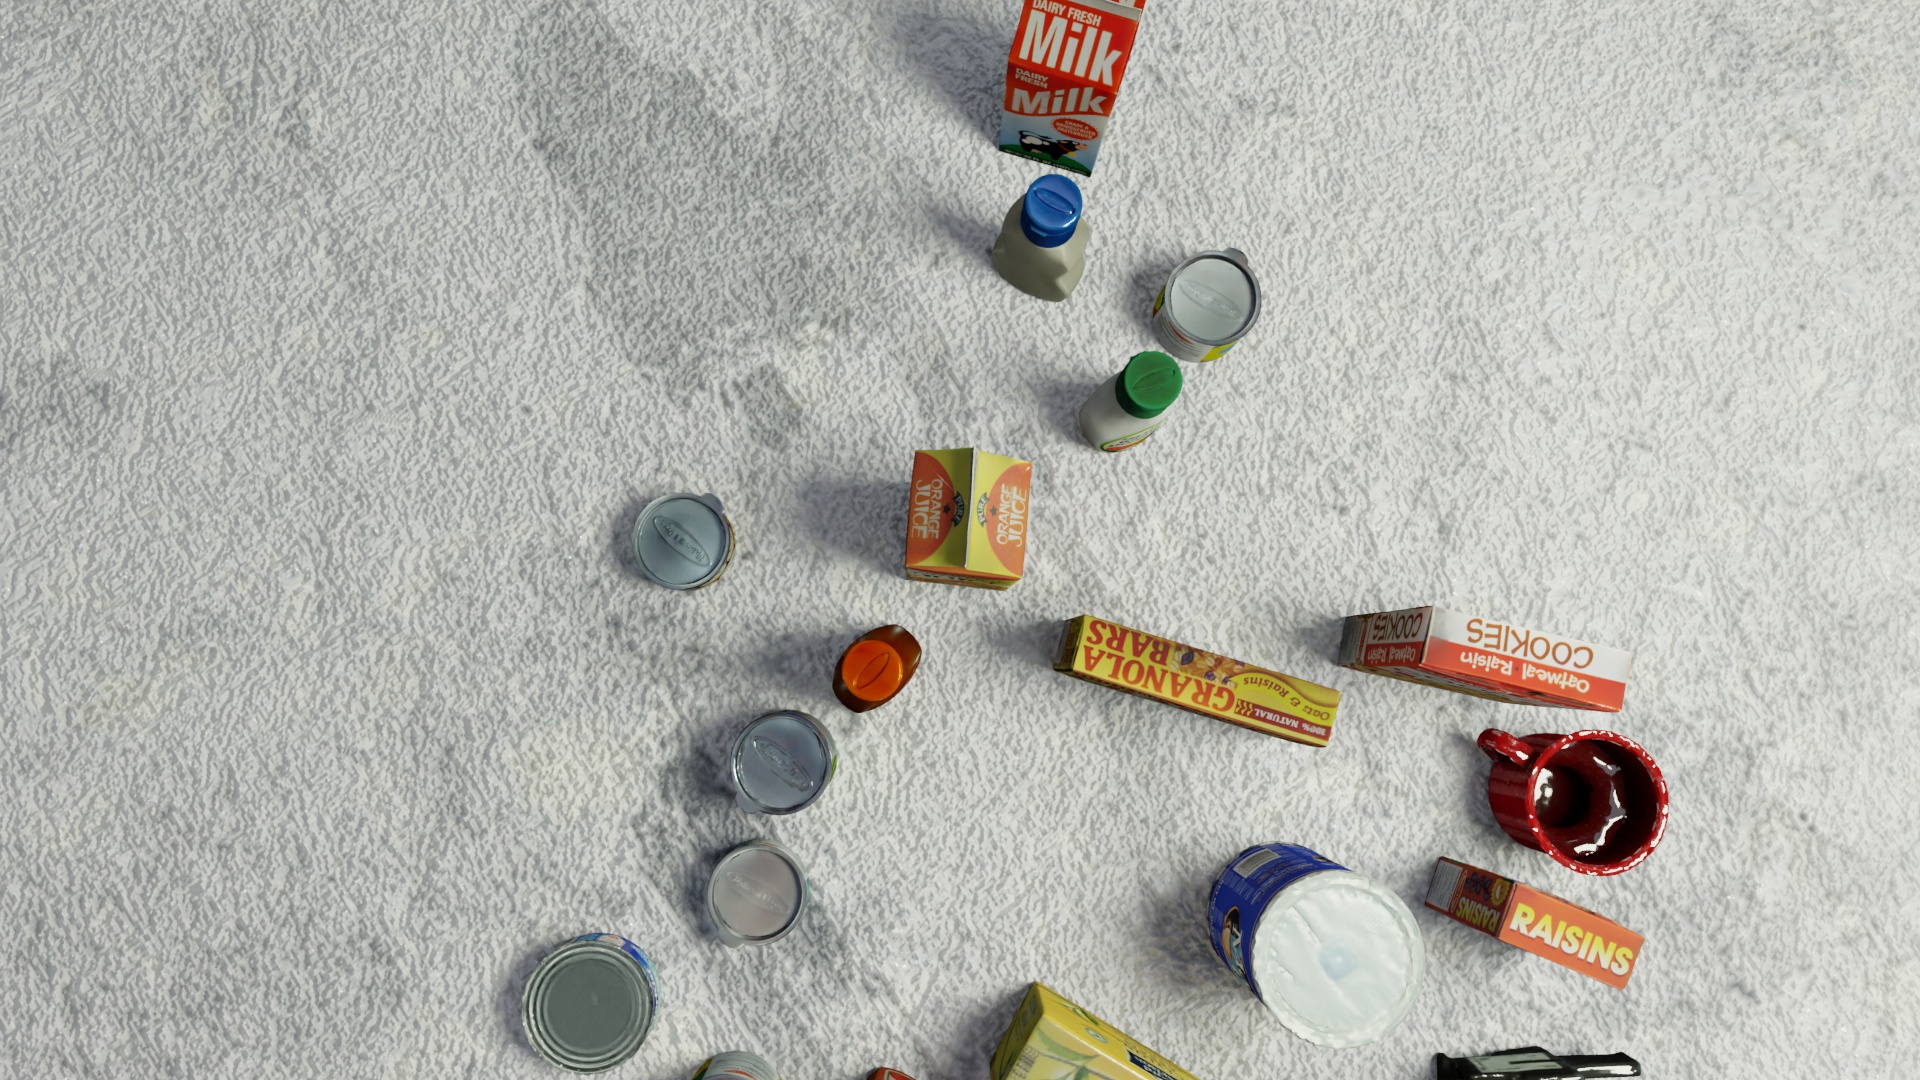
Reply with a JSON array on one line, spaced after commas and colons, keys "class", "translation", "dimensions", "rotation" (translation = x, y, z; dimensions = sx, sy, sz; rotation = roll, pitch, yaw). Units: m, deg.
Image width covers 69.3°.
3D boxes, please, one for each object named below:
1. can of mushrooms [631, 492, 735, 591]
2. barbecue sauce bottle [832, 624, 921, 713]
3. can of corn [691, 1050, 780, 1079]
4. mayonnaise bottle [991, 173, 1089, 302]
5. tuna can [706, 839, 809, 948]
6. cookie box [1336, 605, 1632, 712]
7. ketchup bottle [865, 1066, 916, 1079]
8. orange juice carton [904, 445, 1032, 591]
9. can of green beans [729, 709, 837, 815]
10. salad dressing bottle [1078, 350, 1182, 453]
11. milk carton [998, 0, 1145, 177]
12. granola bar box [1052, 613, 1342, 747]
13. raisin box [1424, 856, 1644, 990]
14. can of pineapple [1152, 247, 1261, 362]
[{"class": "can of mushrooms", "translation": [-0.186, 0.000, 0.948], "dimensions": [0.071, 0.033, 0.071], "rotation": [0, 84, -2]}, {"class": "barbecue sauce bottle", "translation": [-0.054, 0.082, 0.886], "dimensions": [0.043, 0.148, 0.065], "rotation": [44, 85, 2]}, {"class": "can of corn", "translation": [-0.150, 0.374, 0.899], "dimensions": [0.071, 0.058, 0.071], "rotation": [0, 85, -2]}, {"class": "mayonnaise bottle", "translation": [0.056, -0.200, 0.918], "dimensions": [0.065, 0.148, 0.041], "rotation": [29, 85, 1]}, {"class": "tuna can", "translation": [-0.135, 0.236, 0.926], "dimensions": [0.071, 0.033, 0.071], "rotation": [0, 84, -2]}, {"class": "cookie box", "translation": [0.327, 0.077, 0.889], "dimensions": [0.123, 0.167, 0.040], "rotation": [13, 85, 0]}, {"class": "ketchup bottle", "translation": [-0.038, 0.374, 0.857], "dimensions": [0.065, 0.148, 0.043], "rotation": [38, 85, 2]}, {"class": "orange juice carton", "translation": [0.003, -0.011, 0.875], "dimensions": [0.073, 0.192, 0.072], "rotation": [6, 85, -1]}, {"class": "can of green beans", "translation": [-0.117, 0.146, 0.923], "dimensions": [0.071, 0.058, 0.071], "rotation": [0, 85, -2]}, {"class": "salad dressing bottle", "translation": [0.114, -0.091, 0.909], "dimensions": [0.064, 0.147, 0.044], "rotation": [-24, 86, -4]}, {"class": "milk carton", "translation": [0.072, -0.313, 0.909], "dimensions": [0.072, 0.190, 0.073], "rotation": [17, 85, 0]}, {"class": "granola bar box", "translation": [0.148, 0.091, 0.904], "dimensions": [0.166, 0.124, 0.039], "rotation": [17, 85, 0]}, {"class": "raisin box", "translation": [0.366, 0.244, 0.895], "dimensions": [0.086, 0.123, 0.040], "rotation": [23, 85, 1]}, {"class": "can of pineapple", "translation": [0.171, -0.162, 0.963], "dimensions": [0.071, 0.058, 0.071], "rotation": [0, 85, -2]}]
